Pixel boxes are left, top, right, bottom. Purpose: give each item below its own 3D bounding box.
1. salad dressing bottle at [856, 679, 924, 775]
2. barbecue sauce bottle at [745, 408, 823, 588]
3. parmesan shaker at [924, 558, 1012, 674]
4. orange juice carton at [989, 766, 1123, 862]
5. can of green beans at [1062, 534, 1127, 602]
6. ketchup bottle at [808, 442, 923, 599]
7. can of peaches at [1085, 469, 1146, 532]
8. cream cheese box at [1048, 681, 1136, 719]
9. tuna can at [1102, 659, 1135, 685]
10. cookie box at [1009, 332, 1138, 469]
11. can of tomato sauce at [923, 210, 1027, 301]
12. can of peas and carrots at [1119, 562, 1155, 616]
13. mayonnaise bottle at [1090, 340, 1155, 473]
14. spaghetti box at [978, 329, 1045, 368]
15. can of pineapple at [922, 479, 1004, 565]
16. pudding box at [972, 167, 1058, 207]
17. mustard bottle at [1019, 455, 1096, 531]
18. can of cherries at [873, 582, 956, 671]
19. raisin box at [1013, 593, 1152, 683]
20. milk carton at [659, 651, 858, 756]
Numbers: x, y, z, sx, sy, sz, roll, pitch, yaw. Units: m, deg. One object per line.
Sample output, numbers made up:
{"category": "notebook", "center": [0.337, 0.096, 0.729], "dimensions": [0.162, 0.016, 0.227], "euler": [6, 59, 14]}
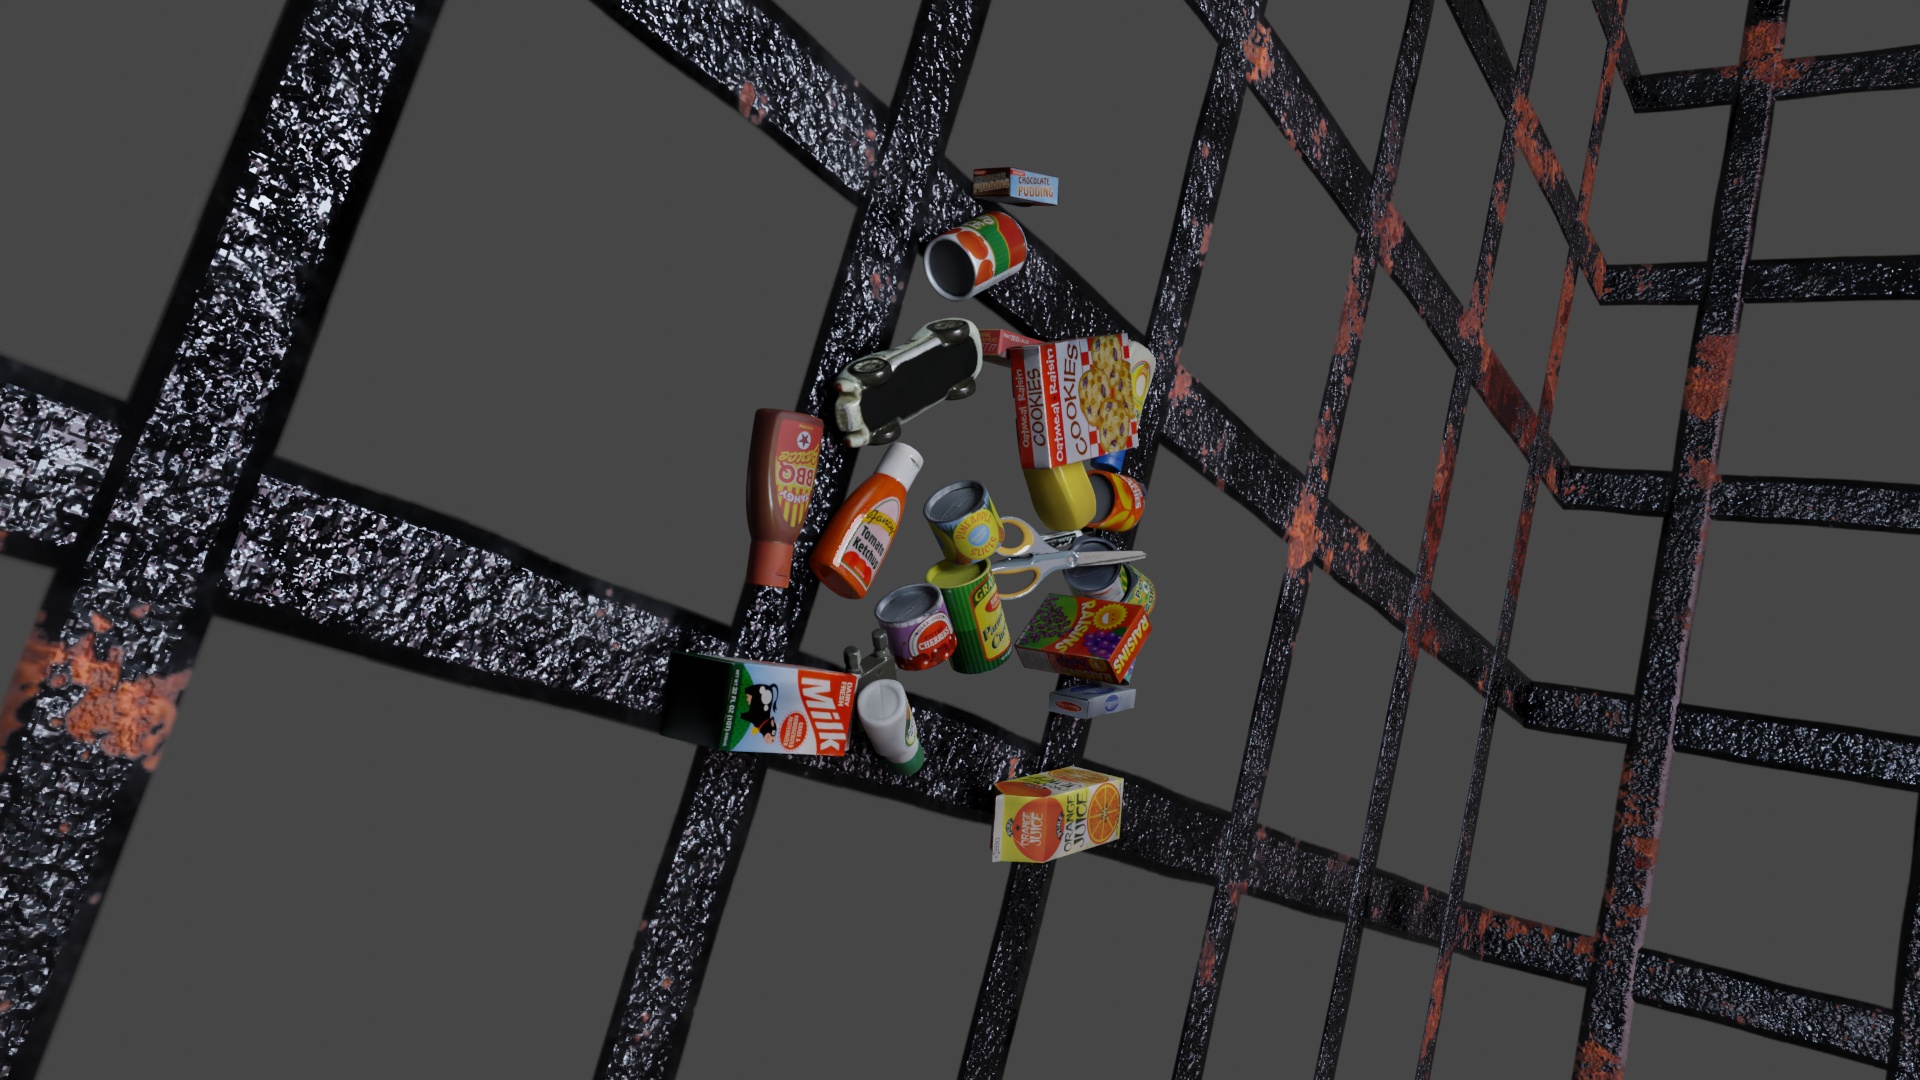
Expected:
{"category": "salad dressing bottle", "center": [-0.062, 0.177, 1.285], "dimensions": [0.147, 0.044, 0.064], "euler": [76, 4, -61]}
{"category": "barbecue sauce bottle", "center": [-0.155, -0.035, 1.179], "dimensions": [0.065, 0.043, 0.148], "euler": [10, 87, -53]}
{"category": "parmesan shaker", "center": [0.010, 0.072, 1.383], "dimensions": [0.072, 0.071, 0.102], "euler": [-40, 125, -41]}
{"category": "orange juice carton", "center": [0.095, 0.299, 1.512], "dimensions": [0.193, 0.073, 0.071], "euler": [0, 95, -51]}
{"category": "can of green beans", "center": [0.150, 0.038, 1.543], "dimensions": [0.057, 0.071, 0.071], "euler": [62, 46, -62]}
{"category": "ketchup bottle", "center": [-0.082, -0.022, 1.272], "dimensions": [0.064, 0.043, 0.149], "euler": [52, 55, -41]}
{"category": "can of peaches", "center": [0.165, -0.045, 1.560], "dimensions": [0.058, 0.071, 0.071], "euler": [8, 88, -51]}
{"category": "cream cheese box", "center": [0.151, 0.182, 1.584], "dimensions": [0.104, 0.053, 0.024], "euler": [-3, 99, -51]}
{"category": "tuna can", "center": [0.163, 0.139, 1.584], "dimensions": [0.071, 0.071, 0.033], "euler": [35, 67, -48]}
{"category": "cookie box", "center": [0.118, -0.145, 1.425], "dimensions": [0.168, 0.040, 0.122], "euler": [-17, 103, -50]}
{"category": "can of tomato sauce", "center": [0.013, -0.276, 1.342], "dimensions": [0.083, 0.071, 0.071], "euler": [-36, 122, -42]}
{"category": "can of peas and carrots", "center": [0.185, 0.059, 1.597], "dimensions": [0.058, 0.071, 0.071], "euler": [33, 69, -49]}
{"category": "mayonnaise bottle", "center": [0.184, -0.151, 1.592], "dimensions": [0.064, 0.041, 0.148], "euler": [31, 70, -51]}
{"category": "spaghetti box", "center": [0.095, -0.189, 1.469], "dimensions": [0.250, 0.050, 0.028], "euler": [5, 92, -52]}
{"category": "can of pineapple", "center": [0.005, -0.017, 1.362], "dimensions": [0.071, 0.071, 0.057], "euler": [-52, 132, -34]}
{"category": "pudding box", "center": [0.056, -0.355, 1.399], "dimensions": [0.084, 0.049, 0.030], "euler": [-6, 101, -50]}
{"category": "mustard bottle", "center": [0.095, -0.087, 1.473], "dimensions": [0.049, 0.065, 0.159], "euler": [-39, 119, -38]}
{"category": "can of cherries", "center": [-0.041, 0.083, 1.315], "dimensions": [0.072, 0.071, 0.058], "euler": [-43, 127, -40]}
{"category": "raisin box", "center": [0.132, 0.104, 1.494], "dimensions": [0.086, 0.123, 0.040], "euler": [-52, 132, -34]}
{"category": "milk carton", "center": [-0.154, 0.141, 1.178], "dimensions": [0.190, 0.073, 0.072], "euler": [13, 84, -52]}
